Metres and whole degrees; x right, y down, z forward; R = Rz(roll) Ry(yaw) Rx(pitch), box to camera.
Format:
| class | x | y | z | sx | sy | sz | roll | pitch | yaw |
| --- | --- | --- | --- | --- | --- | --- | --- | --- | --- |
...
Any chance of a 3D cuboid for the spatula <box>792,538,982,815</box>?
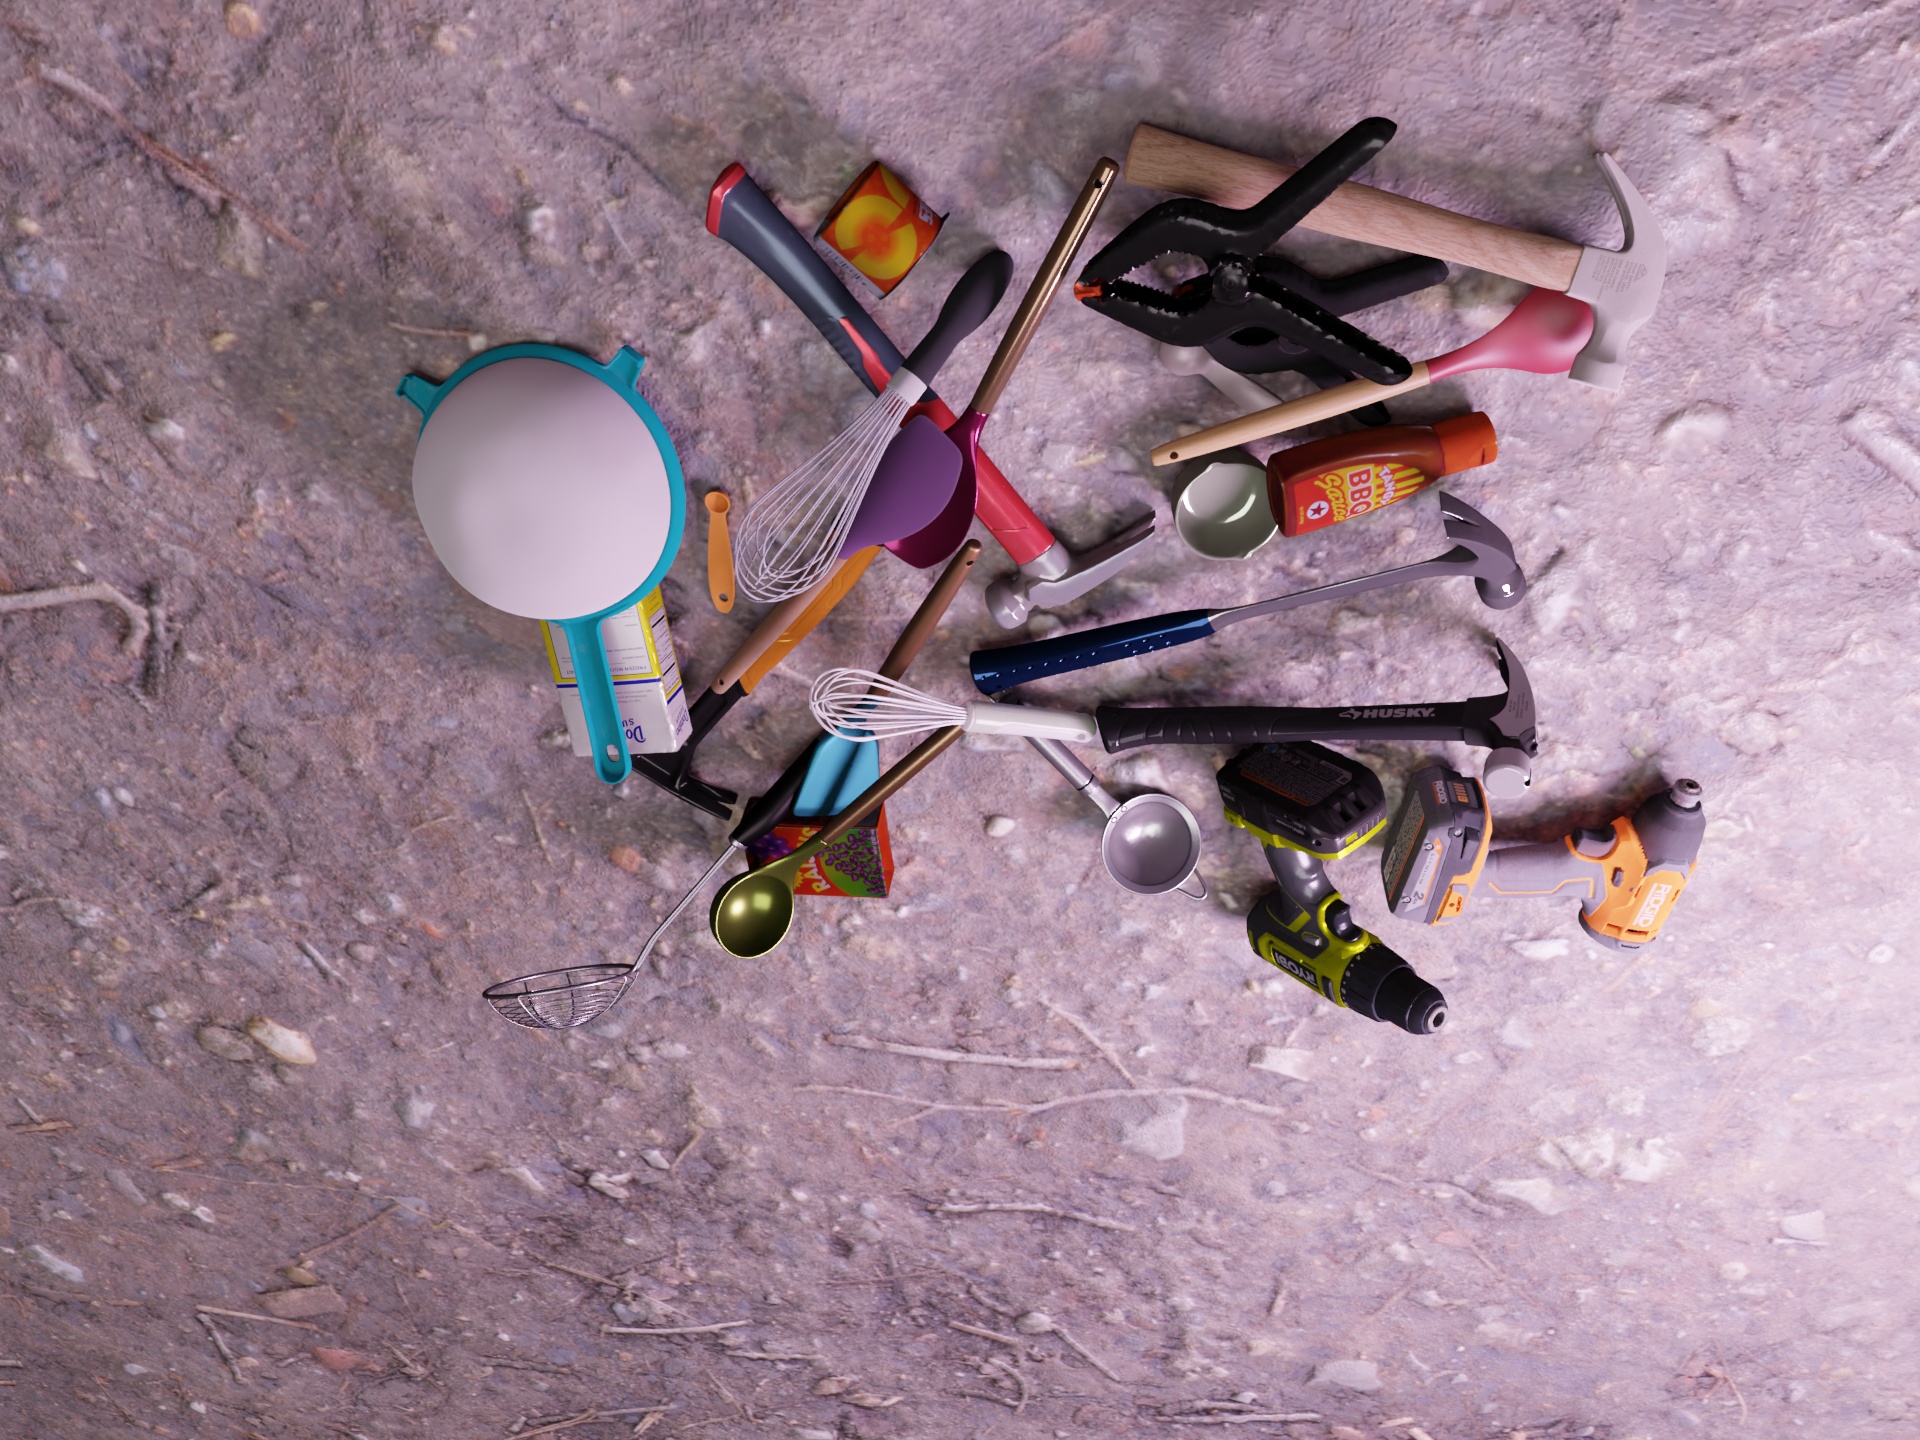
| class | x | y | z | sx | sy | sz | roll | pitch | yaw |
| --- | --- | --- | --- | --- | --- | --- | --- | --- | --- |
| spatula | -0.050 | -0.028 | 1.242 | 0.082 | 0.044 | 0.317 | -4 | 147 | -31 |

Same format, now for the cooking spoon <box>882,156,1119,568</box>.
| class | x | y | z | sx | sy | sz | roll | pitch | yaw |
| --- | --- | --- | --- | --- | --- | --- | --- | --- | --- |
| cooking spoon | 0.025 | -0.229 | 1.059 | 0.069 | 0.017 | 0.318 | 34 | 125 | 4 |

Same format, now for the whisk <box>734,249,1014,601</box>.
| class | x | y | z | sx | sy | sz | roll | pitch | yaw |
| --- | --- | --- | --- | --- | --- | --- | --- | --- | --- |
| whisk | -0.056 | -0.195 | 1.046 | 0.070 | 0.070 | 0.284 | 37 | 89 | -19 |

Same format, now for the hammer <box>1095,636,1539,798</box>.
| class | x | y | z | sx | sy | sz | roll | pitch | yaw |
| --- | --- | --- | --- | --- | --- | --- | --- | --- | --- |
| hammer | 0.260 | -0.001 | 1.200 | 0.335 | 0.146 | 0.035 | -1 | 129 | 25 |

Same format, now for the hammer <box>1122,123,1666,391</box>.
| class | x | y | z | sx | sy | sz | roll | pitch | yaw |
| --- | --- | --- | --- | --- | --- | --- | --- | --- | --- |
| hammer | 0.263 | -0.308 | 0.971 | 0.331 | 0.031 | 0.130 | 17 | 107 | 4 |

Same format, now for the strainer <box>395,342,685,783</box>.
| class | x | y | z | sx | sy | sz | roll | pitch | yaw |
| --- | --- | --- | --- | --- | --- | --- | --- | --- | --- |
| strainer | -0.303 | -0.098 | 1.163 | 0.211 | 0.095 | 0.340 | -4 | 111 | 14 |

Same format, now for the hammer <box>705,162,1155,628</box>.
| class | x | y | z | sx | sy | sz | roll | pitch | yaw |
| --- | --- | --- | --- | --- | --- | --- | --- | --- | --- |
| hammer | -0.024 | -0.230 | 1.100 | 0.143 | 0.038 | 0.386 | -29 | 119 | 27 |

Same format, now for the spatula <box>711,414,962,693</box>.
| class | x | y | z | sx | sy | sz | roll | pitch | yaw |
| --- | --- | --- | --- | --- | --- | --- | --- | --- | --- |
| spatula | -0.100 | -0.107 | 1.171 | 0.060 | 0.018 | 0.316 | 47 | 128 | -3 |

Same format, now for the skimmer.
| class | x | y | z | sx | sy | sz | roll | pitch | yaw |
| --- | --- | --- | --- | --- | --- | --- | --- | --- | --- |
| skimmer | -0.249 | 0.127 | 1.337 | 0.090 | 0.127 | 0.363 | 43 | 94 | 3 |

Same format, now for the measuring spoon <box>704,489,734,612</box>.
| class | x | y | z | sx | sy | sz | roll | pitch | yaw |
| --- | --- | --- | --- | --- | --- | --- | --- | --- | --- |
| measuring spoon | -0.185 | -0.131 | 1.230 | 0.021 | 0.011 | 0.116 | 10 | 133 | 6 |

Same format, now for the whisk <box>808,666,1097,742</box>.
| class | x | y | z | sx | sy | sz | roll | pitch | yaw |
| --- | --- | --- | --- | --- | --- | --- | --- | --- | --- |
| whisk | -0.002 | -0.004 | 1.224 | 0.246 | 0.059 | 0.057 | 6 | 154 | -26 |

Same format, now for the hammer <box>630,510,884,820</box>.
| class | x | y | z | sx | sy | sz | roll | pitch | yaw |
| --- | --- | --- | --- | --- | --- | --- | --- | --- | --- |
| hammer | -0.156 | -0.046 | 1.276 | 0.127 | 0.034 | 0.336 | 34 | 126 | -16 |

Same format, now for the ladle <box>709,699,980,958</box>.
| class | x | y | z | sx | sy | sz | roll | pitch | yaw |
| --- | --- | --- | --- | --- | --- | --- | --- | --- | --- |
| ladle | -0.092 | 0.091 | 1.316 | 0.320 | 0.062 | 0.078 | -40 | 134 | 24 |

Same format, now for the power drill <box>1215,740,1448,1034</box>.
| class | x | y | z | sx | sy | sz | roll | pitch | yaw |
| --- | --- | --- | --- | --- | --- | --- | --- | --- | --- |
| power drill | 0.295 | 0.136 | 1.261 | 0.080 | 0.191 | 0.228 | -32 | 123 | -20 |

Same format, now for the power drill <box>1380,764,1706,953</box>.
| class | x | y | z | sx | sy | sz | roll | pitch | yaw |
| --- | --- | --- | --- | --- | --- | --- | --- | --- | --- |
| power drill | 0.466 | 0.100 | 1.257 | 0.226 | 0.084 | 0.164 | 7 | 129 | -2 |

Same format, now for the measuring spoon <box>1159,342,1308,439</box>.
| class | x | y | z | sx | sy | sz | roll | pitch | yaw |
| --- | --- | --- | --- | --- | --- | --- | --- | --- | --- |
| measuring spoon | 0.188 | -0.224 | 1.080 | 0.124 | 0.018 | 0.034 | 30 | 127 | -15 |

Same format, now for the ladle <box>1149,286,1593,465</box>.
| class | x | y | z | sx | sy | sz | roll | pitch | yaw |
| --- | --- | --- | --- | --- | --- | --- | --- | --- | --- |
| ladle | 0.275 | -0.219 | 1.027 | 0.315 | 0.031 | 0.069 | -17 | 124 | 11 |

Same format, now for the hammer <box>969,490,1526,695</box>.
| class | x | y | z | sx | sy | sz | roll | pitch | yaw |
| --- | --- | --- | --- | --- | --- | --- | --- | --- | --- |
| hammer | 0.193 | -0.079 | 1.161 | 0.405 | 0.035 | 0.144 | -12 | 157 | 24 |

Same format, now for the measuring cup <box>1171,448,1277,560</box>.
| class | x | y | z | sx | sy | sz | roll | pitch | yaw |
| --- | --- | --- | --- | --- | --- | --- | --- | --- | --- |
| measuring cup | 0.227 | -0.170 | 1.113 | 0.167 | 0.038 | 0.083 | -21 | 125 | 7 |

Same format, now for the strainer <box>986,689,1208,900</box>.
| class | x | y | z | sx | sy | sz | roll | pitch | yaw |
| --- | --- | --- | --- | --- | --- | --- | --- | --- | --- |
| strainer | 0.110 | 0.056 | 1.308 | 0.087 | 0.050 | 0.258 | -46 | 107 | -3 |
